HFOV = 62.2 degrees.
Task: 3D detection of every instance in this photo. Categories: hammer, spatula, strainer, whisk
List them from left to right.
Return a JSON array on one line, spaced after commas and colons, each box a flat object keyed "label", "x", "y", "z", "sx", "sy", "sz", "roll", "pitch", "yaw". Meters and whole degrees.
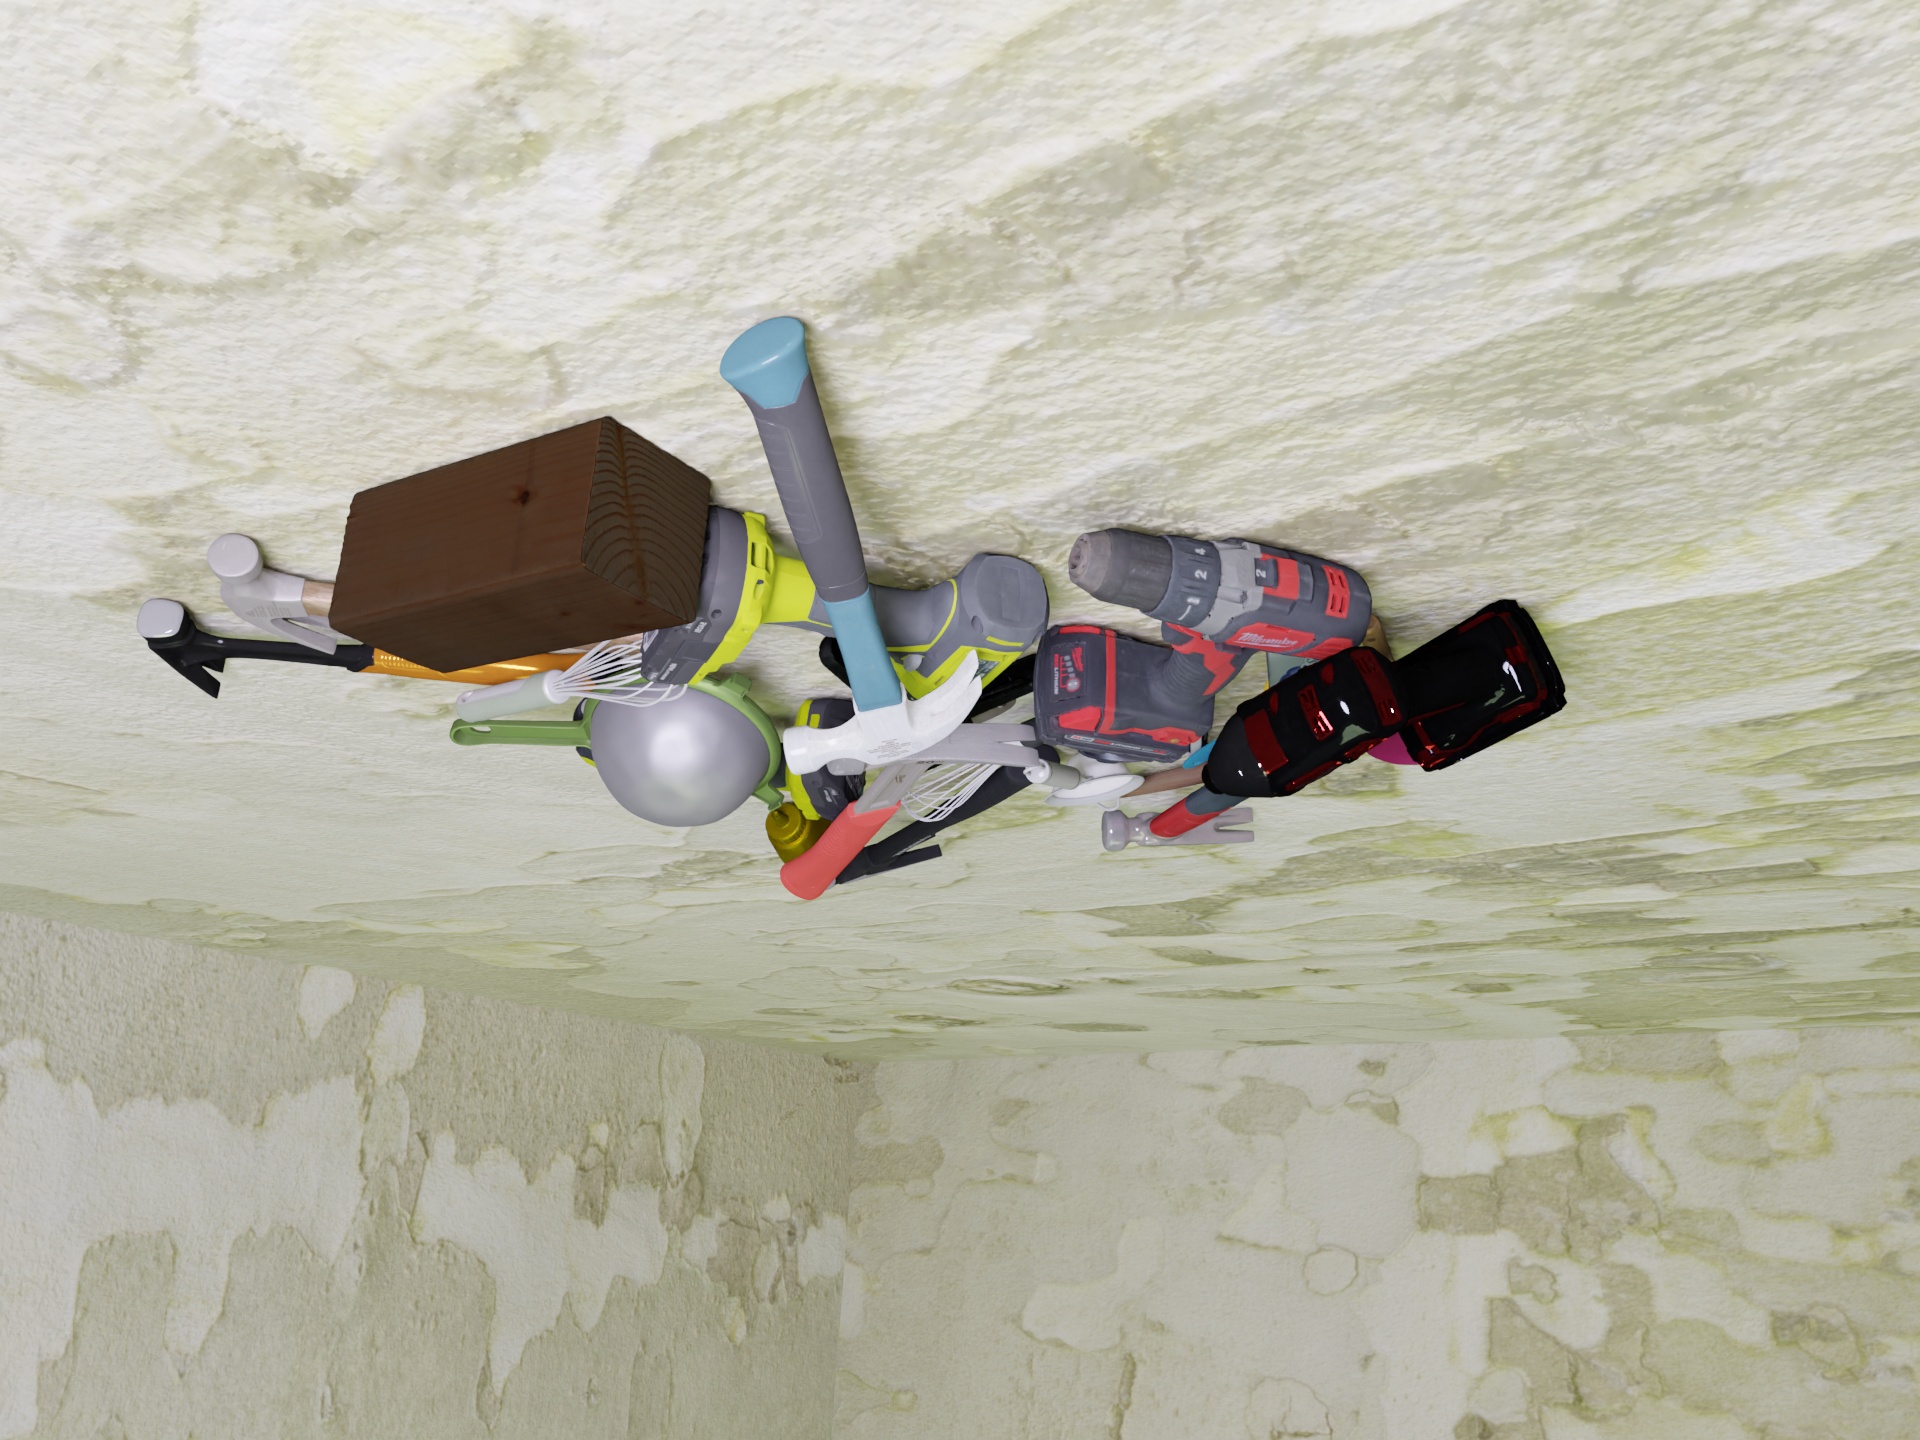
[{"label": "hammer", "x": -0.422, "y": -0.042, "z": 1.192, "sx": 0.337, "sy": 0.034, "sz": 0.127, "roll": 4, "pitch": 161, "yaw": -2}, {"label": "hammer", "x": -0.331, "y": -0.069, "z": 1.098, "sx": 0.331, "sy": 0.031, "sz": 0.130, "roll": 7, "pitch": 161, "yaw": -10}, {"label": "whisk", "x": -0.277, "y": -0.025, "z": 1.112, "sx": 0.246, "sy": 0.058, "sz": 0.059, "roll": -9, "pitch": 123, "yaw": 38}, {"label": "strainer", "x": -0.264, "y": 0.031, "z": 1.180, "sx": 0.256, "sy": 0.069, "sz": 0.151, "roll": 2, "pitch": 140, "yaw": 8}, {"label": "hammer", "x": -0.068, "y": -0.080, "z": 0.863, "sx": 0.128, "sy": 0.033, "sz": 0.330, "roll": -11, "pitch": 143, "yaw": 3}, {"label": "hammer", "x": -0.068, "y": 0.077, "z": 1.235, "sx": 0.149, "sy": 0.037, "sz": 0.359, "roll": 0, "pitch": 160, "yaw": -19}, {"label": "hammer", "x": -0.012, "y": 0.088, "z": 1.464, "sx": 0.146, "sy": 0.035, "sz": 0.334, "roll": -13, "pitch": 167, "yaw": -36}, {"label": "whisk", "x": 0.029, "y": 0.023, "z": 1.282, "sx": 0.070, "sy": 0.070, "sz": 0.284, "roll": 16, "pitch": 153, "yaw": -34}, {"label": "strainer", "x": 0.091, "y": 0.044, "z": 1.281, "sx": 0.087, "sy": 0.050, "sz": 0.258, "roll": -16, "pitch": 170, "yaw": 16}, {"label": "hammer", "x": 0.216, "y": 0.069, "z": 1.308, "sx": 0.143, "sy": 0.038, "sz": 0.386, "roll": -2, "pitch": 170, "yaw": -4}, {"label": "spatula", "x": 0.217, "y": 0.039, "z": 1.302, "sx": 0.059, "sy": 0.018, "sz": 0.316, "roll": 7, "pitch": 167, "yaw": -27}]

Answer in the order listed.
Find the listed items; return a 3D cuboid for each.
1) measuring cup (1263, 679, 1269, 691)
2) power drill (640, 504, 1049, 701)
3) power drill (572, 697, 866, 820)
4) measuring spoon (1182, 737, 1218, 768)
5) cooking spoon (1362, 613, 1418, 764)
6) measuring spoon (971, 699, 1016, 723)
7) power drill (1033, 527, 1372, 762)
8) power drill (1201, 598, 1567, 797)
[{"label": "measuring cup", "x": 0.274, "y": -0.006, "z": 1.187, "sx": 0.062, "sy": 0.029, "sz": 0.156, "roll": -9, "pitch": 161, "yaw": 33}, {"label": "power drill", "x": -0.081, "y": -0.055, "z": 1.010, "sx": 0.228, "sy": 0.080, "sz": 0.190, "roll": 9, "pitch": 155, "yaw": -23}, {"label": "power drill", "x": -0.194, "y": 0.024, "z": 1.287, "sx": 0.223, "sy": 0.080, "sz": 0.171, "roll": 5, "pitch": 162, "yaw": 6}, {"label": "measuring spoon", "x": 0.218, "y": 0.019, "z": 1.239, "sx": 0.042, "sy": 0.021, "sz": 0.128, "roll": 4, "pitch": 154, "yaw": -34}, {"label": "cooking spoon", "x": 0.318, "y": -0.014, "z": 1.165, "sx": 0.069, "sy": 0.017, "sz": 0.318, "roll": -1, "pitch": 162, "yaw": 21}, {"label": "measuring spoon", "x": -0.002, "y": -0.004, "z": 1.269, "sx": 0.124, "sy": 0.018, "sz": 0.034, "roll": -22, "pitch": 139, "yaw": 39}, {"label": "power drill", "x": 0.122, "y": -0.052, "z": 1.002, "sx": 0.187, "sy": 0.080, "sz": 0.226, "roll": 10, "pitch": 158, "yaw": -20}, {"label": "power drill", "x": 0.252, "y": -0.004, "z": 0.967, "sx": 0.219, "sy": 0.079, "sz": 0.143, "roll": -12, "pitch": 163, "yaw": -38}]
